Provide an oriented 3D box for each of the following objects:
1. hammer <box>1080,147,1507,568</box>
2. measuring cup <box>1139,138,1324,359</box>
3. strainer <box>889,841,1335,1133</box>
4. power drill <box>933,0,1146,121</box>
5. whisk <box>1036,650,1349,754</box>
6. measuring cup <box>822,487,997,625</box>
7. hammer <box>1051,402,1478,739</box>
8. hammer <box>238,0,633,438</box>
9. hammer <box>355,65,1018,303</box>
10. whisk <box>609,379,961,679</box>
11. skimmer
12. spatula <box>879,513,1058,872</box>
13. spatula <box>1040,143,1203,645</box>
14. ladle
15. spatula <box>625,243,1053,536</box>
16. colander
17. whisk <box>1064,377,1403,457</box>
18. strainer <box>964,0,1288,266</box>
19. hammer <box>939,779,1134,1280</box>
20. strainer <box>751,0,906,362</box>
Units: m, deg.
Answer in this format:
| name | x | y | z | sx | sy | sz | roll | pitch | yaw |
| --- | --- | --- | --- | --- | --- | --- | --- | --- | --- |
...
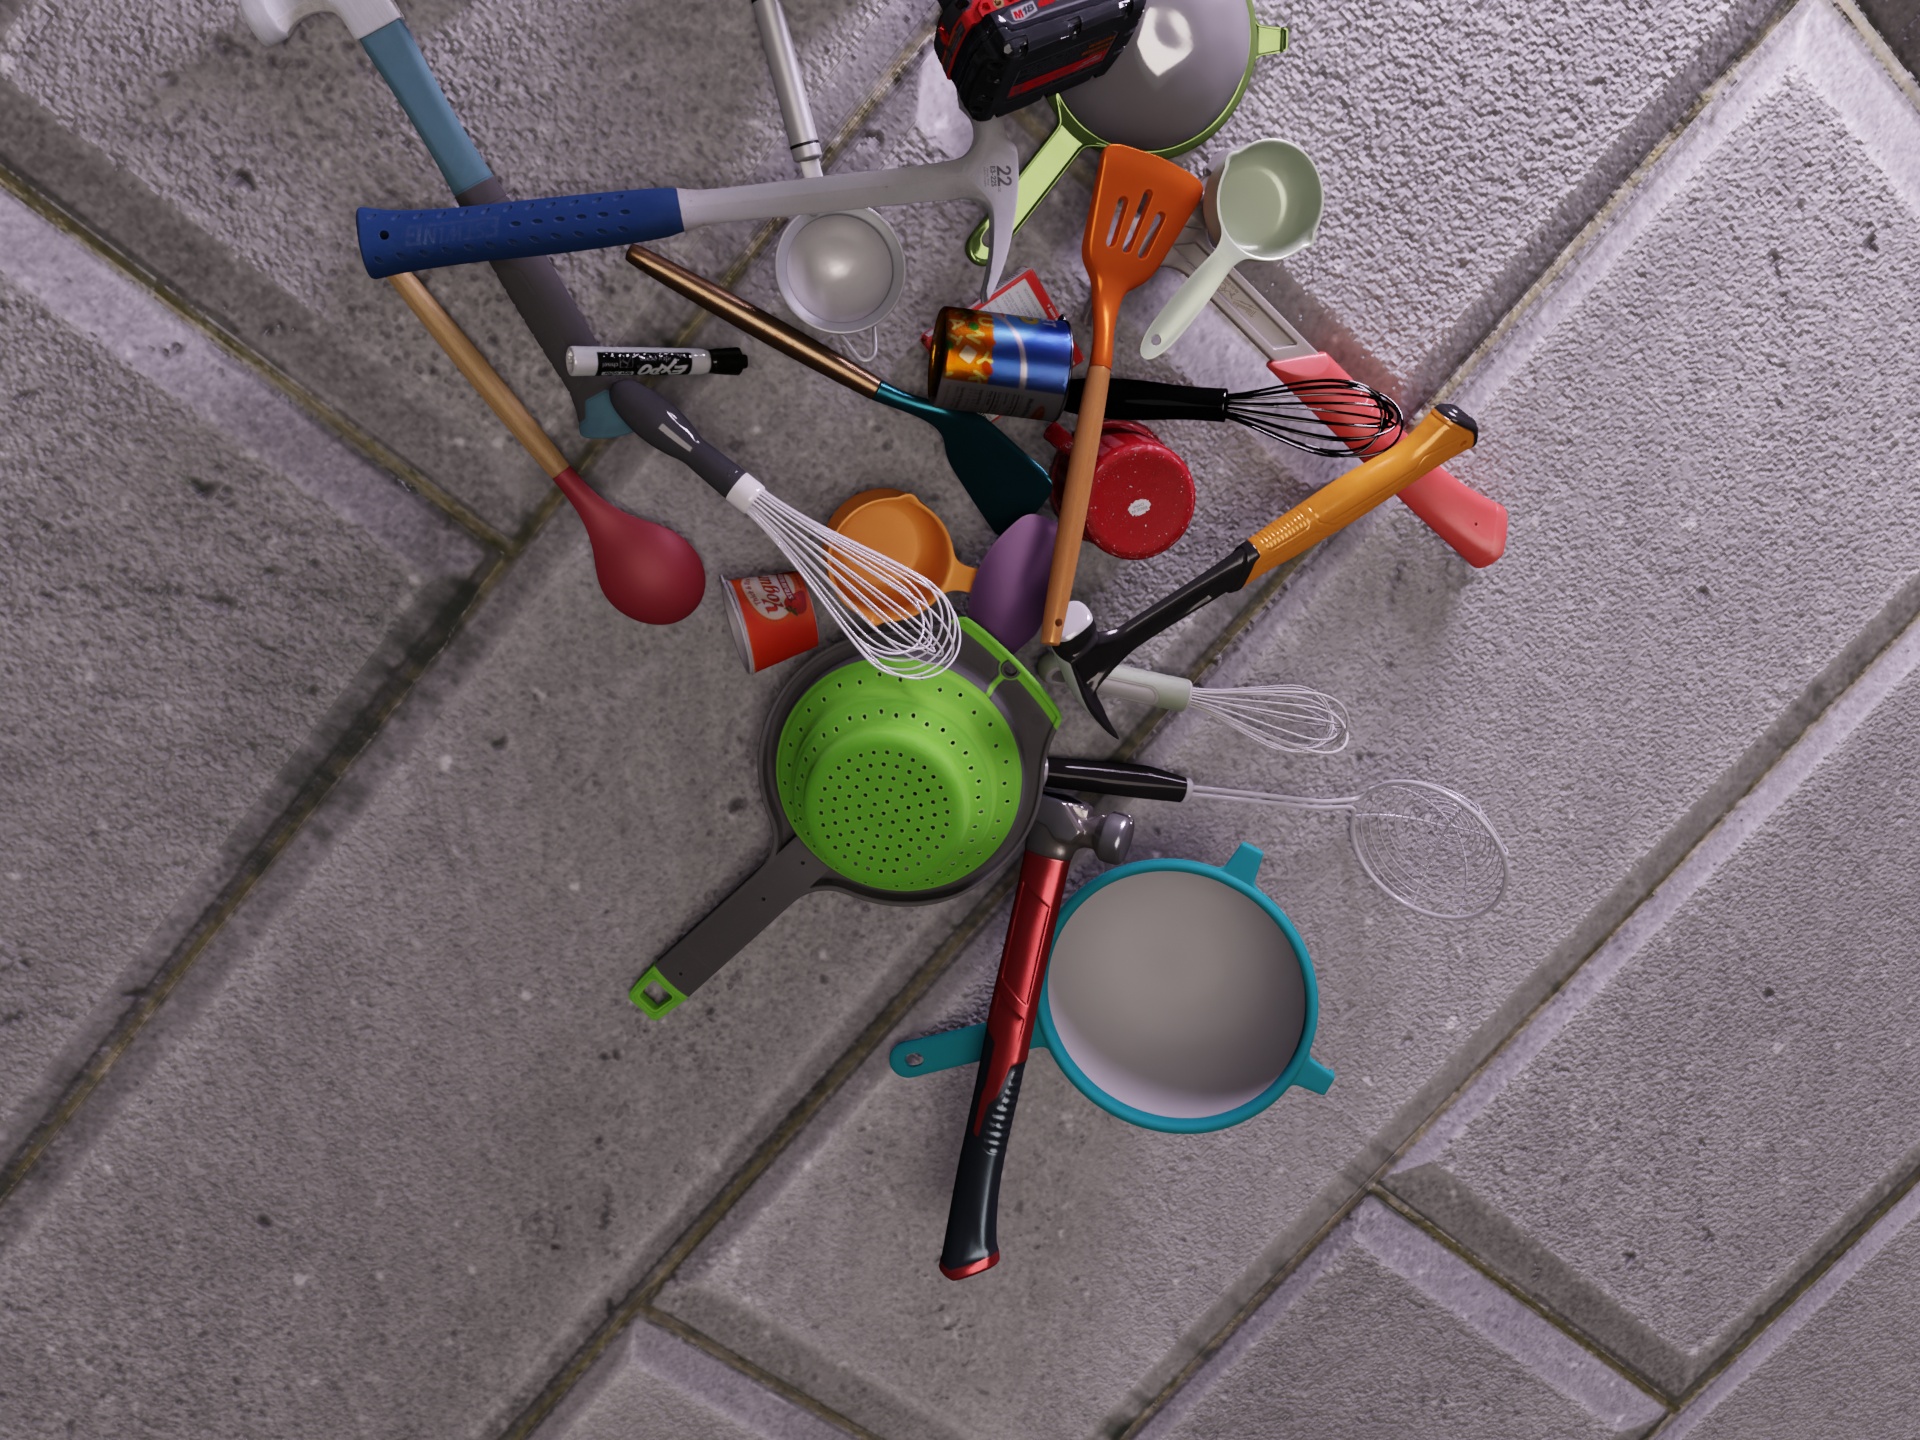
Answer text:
| name | x | y | z | sx | sy | sz | roll | pitch | yaw |
| --- | --- | --- | --- | --- | --- | --- | --- | --- | --- |
| hammer | 0.257 | -0.225 | 1.131 | 0.358 | 0.037 | 0.149 | 39 | 98 | -19 |
| measuring cup | 0.167 | -0.304 | 1.044 | 0.083 | 0.038 | 0.167 | 38 | 92 | -20 |
| strainer | 0.110 | 0.217 | 1.235 | 0.340 | 0.095 | 0.211 | -17 | 94 | 19 |
| power drill | 0.014 | -0.487 | 0.949 | 0.143 | 0.078 | 0.220 | -28 | 88 | -16 |
| whisk | 0.175 | -0.016 | 1.184 | 0.246 | 0.059 | 0.057 | 12 | 134 | -9 |
| measuring cup | -0.014 | -0.109 | 1.118 | 0.173 | 0.052 | 0.095 | 12 | 107 | -20 |
| hammer | 0.216 | -0.114 | 1.110 | 0.337 | 0.034 | 0.127 | -33 | 141 | -3 |
| hammer | -0.301 | -0.324 | 1.005 | 0.128 | 0.033 | 0.330 | -28 | 111 | 2 |
| hammer | -0.162 | -0.312 | 0.988 | 0.405 | 0.035 | 0.144 | -8 | 101 | -5 |
| whisk | -0.115 | -0.129 | 1.040 | 0.284 | 0.070 | 0.070 | 40 | 99 | -4 |
| skimmer | 0.231 | 0.082 | 1.201 | 0.363 | 0.090 | 0.127 | 7 | 139 | -10 |
| spatula | -0.002 | -0.004 | 1.137 | 0.059 | 0.018 | 0.315 | 19 | 112 | -14 |
| spatula | 0.091 | -0.207 | 1.037 | 0.081 | 0.041 | 0.322 | 12 | 86 | -28 |
| ladle | -0.282 | -0.187 | 1.059 | 0.069 | 0.031 | 0.315 | -37 | 109 | 3 |
| spatula | -0.082 | -0.228 | 1.066 | 0.317 | 0.082 | 0.044 | 27 | 61 | -13 |
| colander | -0.104 | 0.100 | 1.118 | 0.397 | 0.094 | 0.204 | -42 | 99 | 16 |
| whisk | 0.178 | -0.210 | 1.078 | 0.239 | 0.055 | 0.055 | 7 | 109 | 15 |
| strainer | 0.093 | -0.398 | 1.026 | 0.151 | 0.069 | 0.256 | 37 | 97 | -19 |
| hammer | 0.021 | 0.236 | 1.195 | 0.143 | 0.038 | 0.386 | 16 | 102 | 19 |
| strainer | -0.096 | -0.358 | 1.025 | 0.087 | 0.050 | 0.258 | -17 | 105 | -10 |
